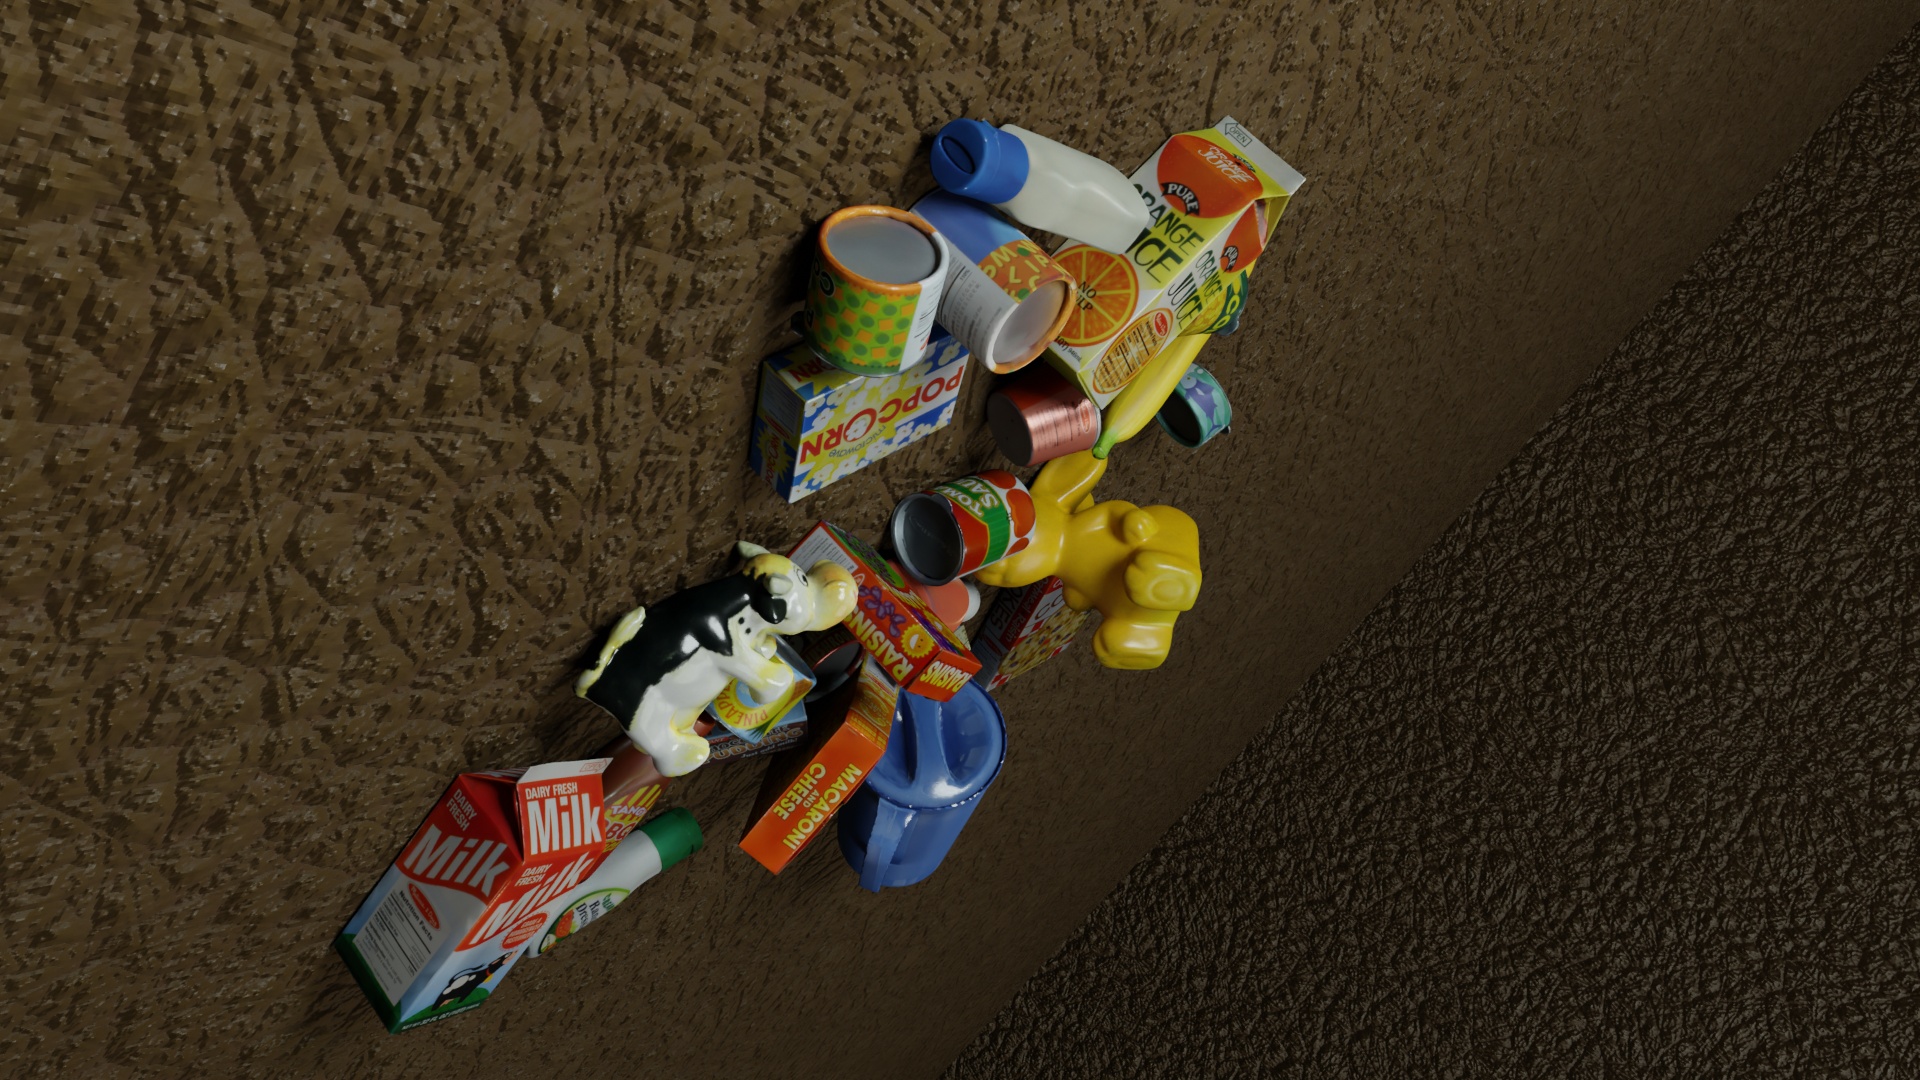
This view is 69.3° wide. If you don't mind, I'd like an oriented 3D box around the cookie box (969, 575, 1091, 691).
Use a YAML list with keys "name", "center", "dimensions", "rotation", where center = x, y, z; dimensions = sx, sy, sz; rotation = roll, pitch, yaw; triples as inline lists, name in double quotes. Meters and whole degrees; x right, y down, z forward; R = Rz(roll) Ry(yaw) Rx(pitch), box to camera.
- name: "cookie box"
  center: [0.081, 0.053, 1.268]
  dimensions: [0.123, 0.040, 0.166]
  rotation: [-23, 151, -43]

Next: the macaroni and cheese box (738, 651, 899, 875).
- name: "macaroni and cheese box"
  center: [-0.100, 0.159, 1.035]
  dimensions: [0.123, 0.040, 0.167]
  rotation: [-49, -172, 11]

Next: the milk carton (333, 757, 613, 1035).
- name: "milk carton"
  center: [-0.285, 0.201, 0.838]
  dimensions: [0.190, 0.073, 0.072]
  rotation: [-51, 157, 15]

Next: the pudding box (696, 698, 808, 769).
- name: "pudding box"
  center: [-0.149, 0.129, 0.968]
  dimensions: [0.084, 0.030, 0.049]
  rotation: [-11, 148, -13]

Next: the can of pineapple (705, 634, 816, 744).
- name: "can of pineapple"
  center: [-0.137, 0.091, 0.911]
  dimensions: [0.058, 0.071, 0.071]
  rotation: [-45, 158, 0]

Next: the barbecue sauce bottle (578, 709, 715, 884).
- name: "barbecue sauce bottle"
  center: [-0.224, 0.162, 0.917]
  dimensions: [0.148, 0.044, 0.065]
  rotation: [-47, 152, 5]

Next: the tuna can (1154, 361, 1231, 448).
- name: "tuna can"
  center: [0.186, -0.107, 1.121]
  dimensions: [0.033, 0.071, 0.070]
  rotation: [-36, 157, -16]

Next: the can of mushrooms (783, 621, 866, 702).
- name: "can of mushrooms"
  center: [-0.102, 0.083, 1.005]
  dimensions: [0.071, 0.033, 0.070]
  rotation: [-36, 157, -18]

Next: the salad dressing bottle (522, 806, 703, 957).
- name: "salad dressing bottle"
  center: [-0.257, 0.243, 1.005]
  dimensions: [0.148, 0.044, 0.064]
  rotation: [-28, 152, -37]

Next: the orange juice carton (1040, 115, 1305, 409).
- name: "orange juice carton"
  center: [0.126, -0.182, 0.880]
  dimensions: [0.192, 0.072, 0.073]
  rotation: [-45, 158, 1]

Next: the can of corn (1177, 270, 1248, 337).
- name: "can of corn"
  center: [0.156, -0.171, 0.954]
  dimensions: [0.058, 0.071, 0.070]
  rotation: [-15, 144, -49]

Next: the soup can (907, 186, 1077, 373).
- name: "soup can"
  center: [0.013, -0.140, 0.740]
  dimensions: [0.071, 0.084, 0.071]
  rotation: [-37, 157, -19]

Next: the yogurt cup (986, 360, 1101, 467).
- name: "yogurt cup"
  center: [0.054, -0.084, 0.943]
  dimensions: [0.054, 0.072, 0.072]
  rotation: [-25, 152, -24]

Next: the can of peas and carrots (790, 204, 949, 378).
- name: "can of peas and carrots"
  center: [-0.045, -0.125, 0.692]
  dimensions: [0.071, 0.071, 0.058]
  rotation: [-28, 153, -35]

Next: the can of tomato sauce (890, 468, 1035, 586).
- name: "can of tomato sauce"
  center: [0.003, -0.012, 0.978]
  dimensions: [0.083, 0.071, 0.070]
  rotation: [-21, 148, -46]

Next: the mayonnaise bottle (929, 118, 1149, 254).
- name: "mayonnaise bottle"
  center: [0.041, -0.190, 0.736]
  dimensions: [0.148, 0.065, 0.041]
  rotation: [-2, 137, -54]

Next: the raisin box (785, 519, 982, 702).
- name: "raisin box"
  center: [-0.050, 0.048, 0.913]
  dimensions: [0.040, 0.123, 0.086]
  rotation: [-46, 158, 3]

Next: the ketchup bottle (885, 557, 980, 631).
- name: "ketchup bottle"
  center: [-0.021, 0.045, 1.046]
  dimensions: [0.043, 0.065, 0.149]
  rotation: [-37, 168, 12]

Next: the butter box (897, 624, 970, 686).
- name: "butter box"
  center: [-0.024, 0.090, 1.104]
  dimensions: [0.053, 0.024, 0.103]
  rotation: [-21, 180, 6]

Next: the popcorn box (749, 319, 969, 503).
- name: "popcorn box"
  center: [-0.054, -0.083, 0.785]
  dimensions: [0.127, 0.038, 0.084]
  rotation: [-30, 154, -33]
